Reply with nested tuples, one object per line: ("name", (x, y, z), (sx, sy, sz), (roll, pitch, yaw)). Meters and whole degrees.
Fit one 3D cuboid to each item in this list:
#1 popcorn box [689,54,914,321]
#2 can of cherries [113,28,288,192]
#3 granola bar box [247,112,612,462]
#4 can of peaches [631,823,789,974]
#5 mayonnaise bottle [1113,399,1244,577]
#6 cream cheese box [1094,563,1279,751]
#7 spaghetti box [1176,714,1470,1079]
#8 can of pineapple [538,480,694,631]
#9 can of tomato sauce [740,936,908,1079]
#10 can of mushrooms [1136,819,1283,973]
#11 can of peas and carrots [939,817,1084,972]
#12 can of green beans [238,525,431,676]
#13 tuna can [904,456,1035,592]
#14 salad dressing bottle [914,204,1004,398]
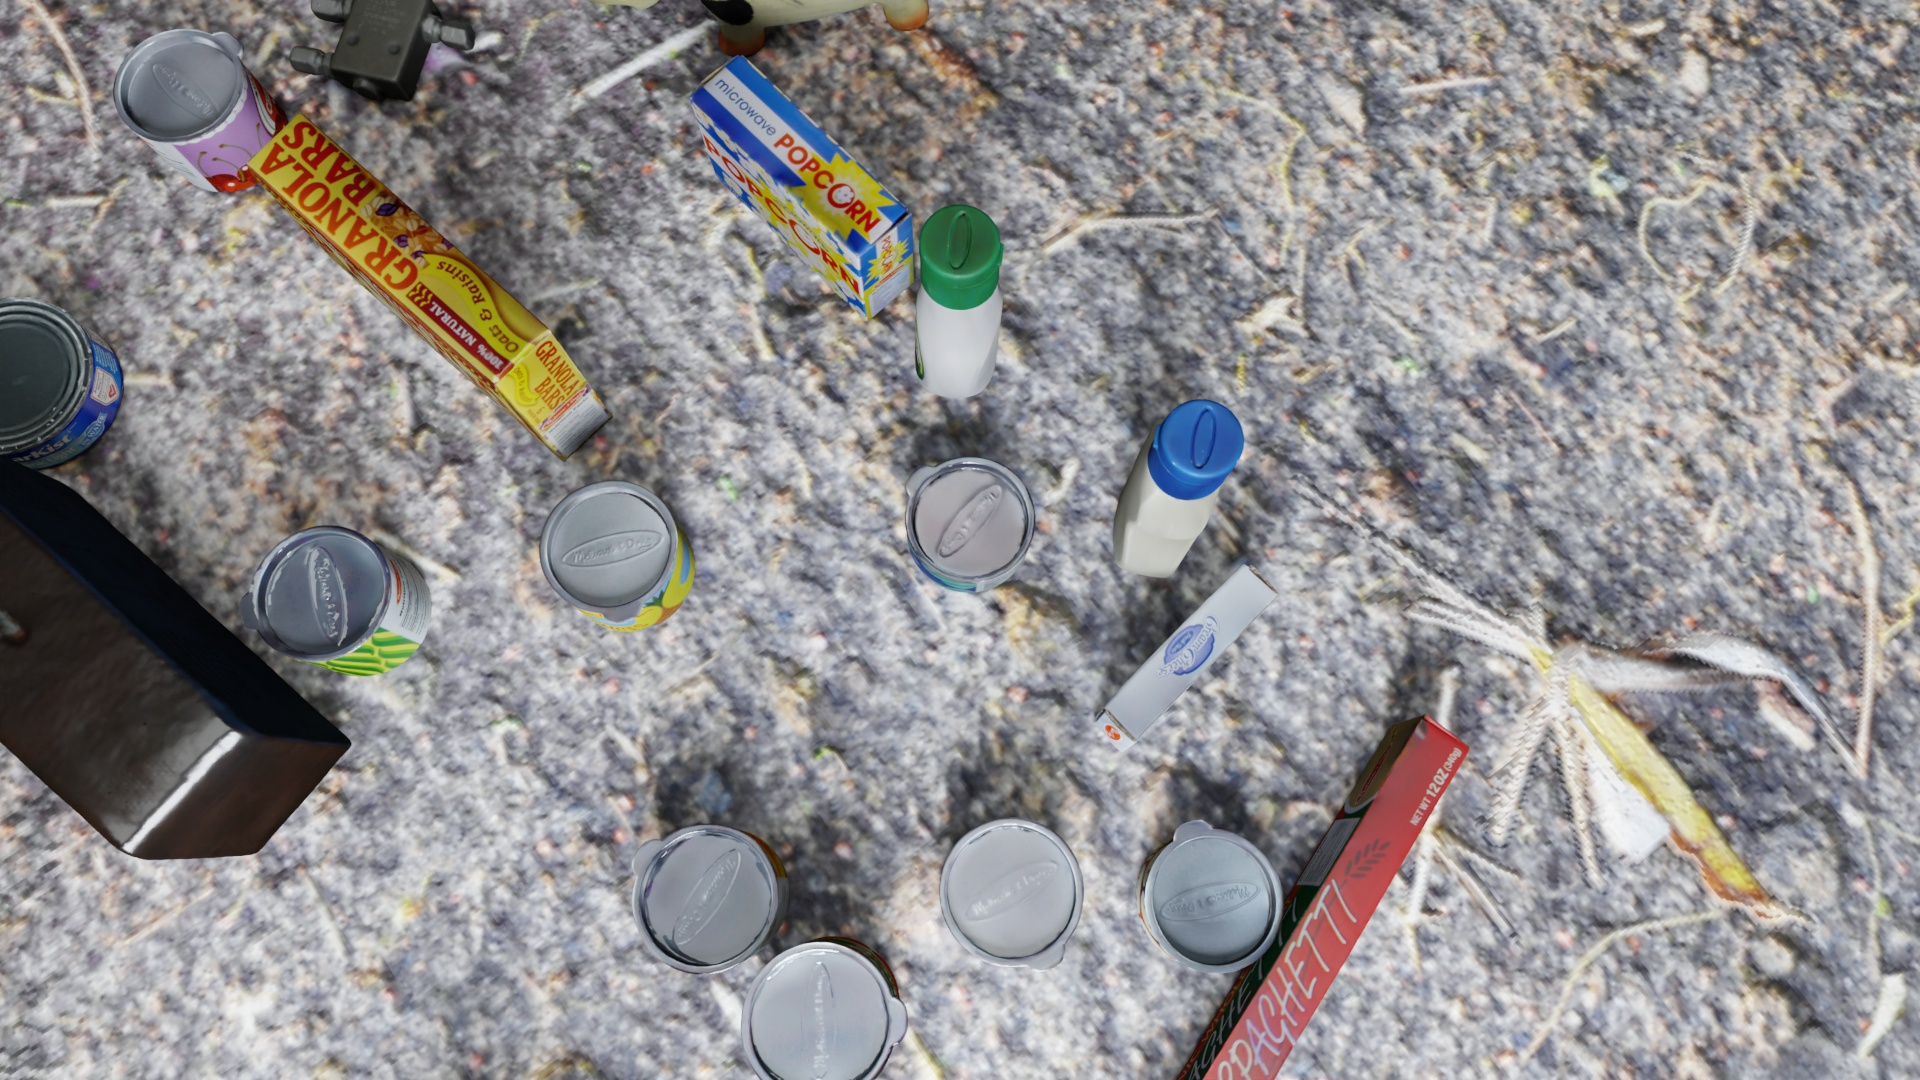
("popcorn box", (-0.081, -0.183, 0.728), (0.038, 0.085, 0.127), (-44, 81, -10))
("can of cherries", (-0.403, -0.231, 0.746), (0.071, 0.058, 0.071), (0, 76, -1))
("granola bar box", (-0.258, -0.119, 0.688), (0.165, 0.124, 0.039), (40, 79, 8))
("can of peaches", (-0.117, 0.166, 0.654), (0.071, 0.058, 0.071), (0, 76, -1))
("mayonnaise bottle", (0.102, -0.026, 0.661), (0.041, 0.147, 0.065), (12, 77, 2))
("cream cheese box", (0.110, 0.059, 0.689), (0.104, 0.053, 0.024), (-44, 81, -11))
("spaghetti box", (0.161, 0.194, 0.657), (0.029, 0.050, 0.250), (34, 78, 7))
("can of pineapple", (-0.169, 0.011, 0.692), (0.071, 0.057, 0.071), (0, 76, -1))
("can of tomato sauce", (-0.059, 0.214, 0.630), (0.071, 0.083, 0.071), (0, 76, -1))
("can of mushrooms", (0.119, 0.171, 0.671), (0.071, 0.033, 0.071), (0, 76, -1))
("can of peas and carrots", (0.024, 0.168, 0.656), (0.071, 0.058, 0.071), (0, 76, -1))
("can of green beans", (-0.303, 0.031, 0.683), (0.071, 0.057, 0.071), (0, 76, -1))
("tuna can", (0.003, -0.009, 0.714), (0.071, 0.032, 0.071), (0, 76, -1))
("salad dressing bottle", (-0.001, -0.116, 0.681), (0.044, 0.147, 0.064), (8, 76, 1))
